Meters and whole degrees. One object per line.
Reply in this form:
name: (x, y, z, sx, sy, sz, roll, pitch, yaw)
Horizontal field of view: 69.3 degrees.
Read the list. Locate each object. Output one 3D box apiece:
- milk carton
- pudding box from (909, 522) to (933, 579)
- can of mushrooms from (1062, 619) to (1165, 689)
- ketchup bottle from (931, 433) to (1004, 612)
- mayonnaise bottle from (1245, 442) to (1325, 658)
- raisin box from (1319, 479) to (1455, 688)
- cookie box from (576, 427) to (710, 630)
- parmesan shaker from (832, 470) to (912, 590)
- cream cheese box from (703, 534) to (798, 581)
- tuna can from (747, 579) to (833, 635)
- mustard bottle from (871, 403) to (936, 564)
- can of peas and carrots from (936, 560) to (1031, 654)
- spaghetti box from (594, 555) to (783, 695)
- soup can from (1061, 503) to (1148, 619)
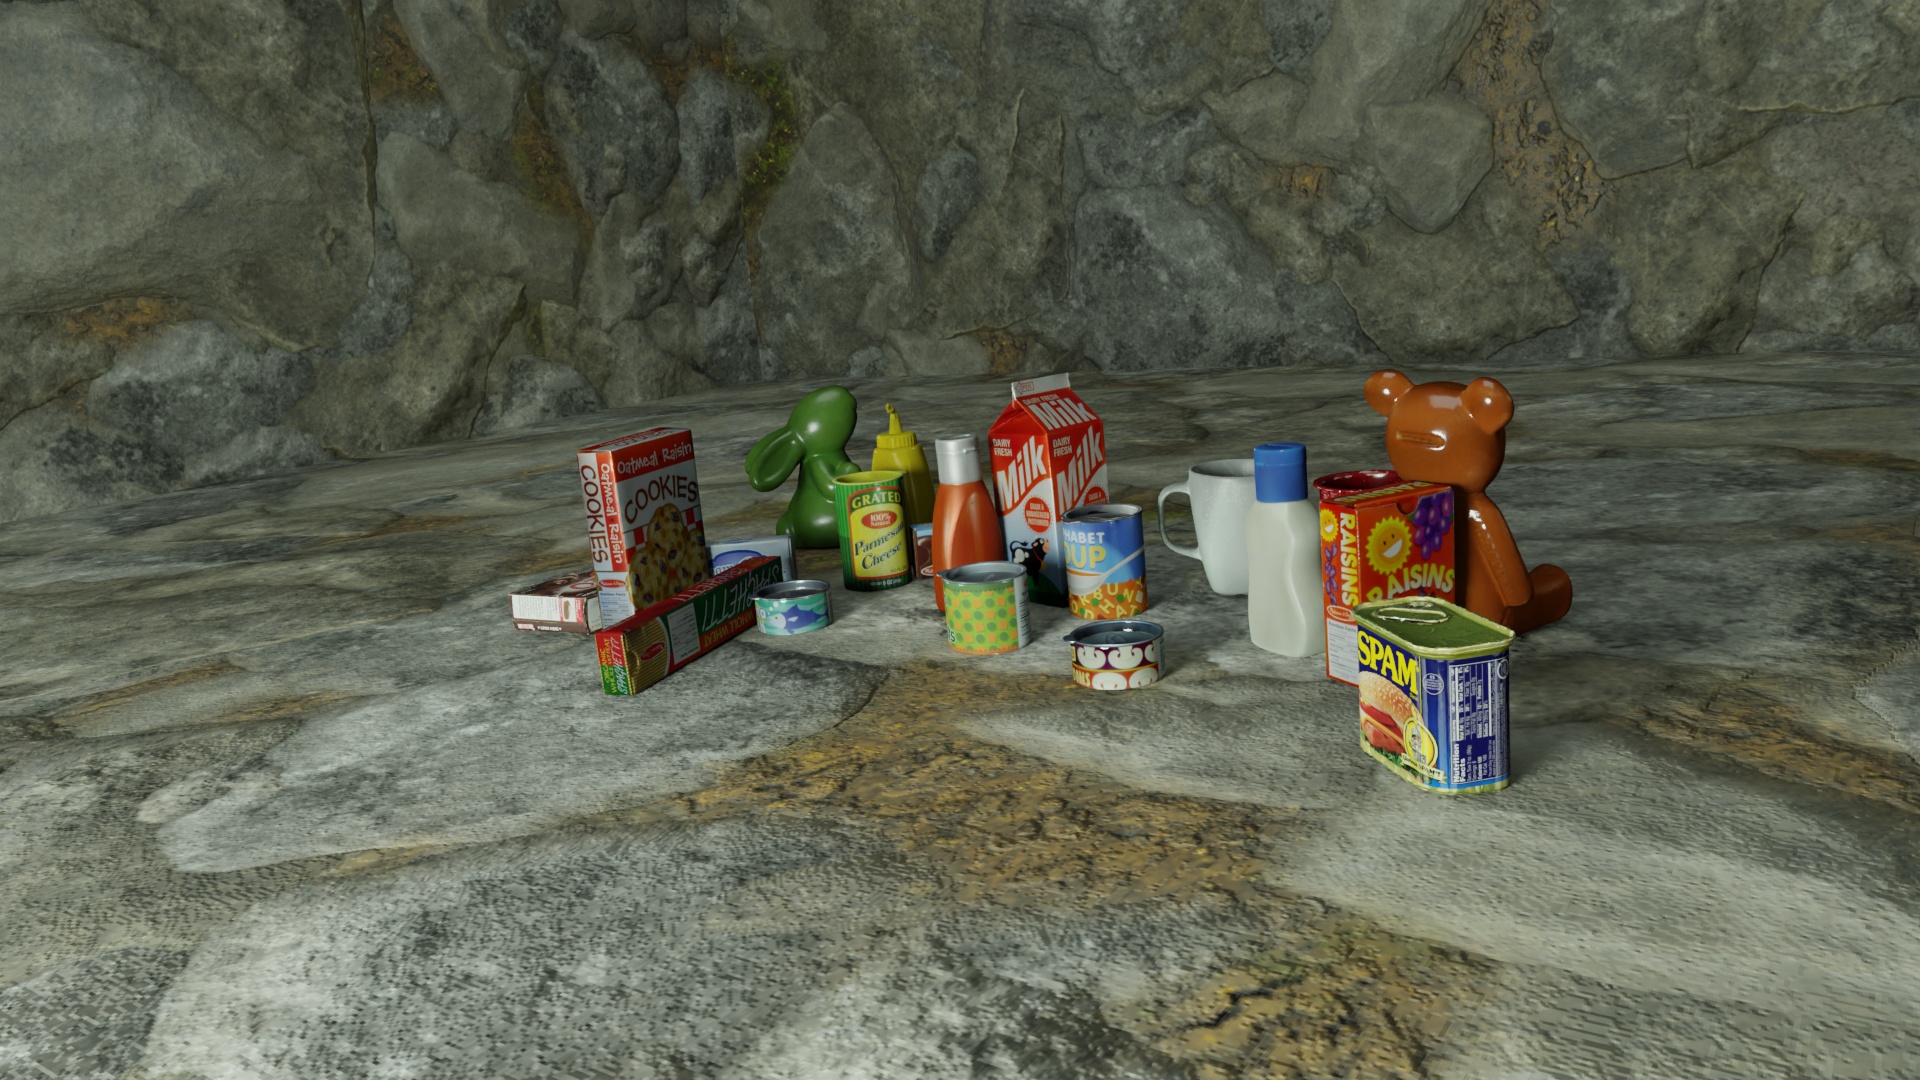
milk carton: (0.077, -0.046, 1.193, 0.072, 0.190, 0.073, -16, 15, -42)
pudding box: (-0.005, 0.006, 1.327, 0.084, 0.049, 0.030, -8, 12, -13)
can of mushrooms: (0.107, 0.079, 0.970, 0.071, 0.033, 0.071, -5, 12, 1)
ketchup bottle: (0.004, -0.015, 1.181, 0.065, 0.148, 0.043, -13, 14, -34)
mayonnaise bottle: (0.231, 0.006, 0.987, 0.041, 0.147, 0.065, -11, 13, -26)
raisin box: (0.284, 0.028, 0.920, 0.086, 0.123, 0.040, -11, 13, -25)
cookie box: (-0.279, -0.009, 1.234, 0.040, 0.167, 0.123, -1, 13, 23)
parmesan shaker: (-0.079, -0.010, 1.305, 0.071, 0.102, 0.071, -5, 12, 1)
cream cheese box: (-0.207, 0.026, 1.312, 0.104, 0.053, 0.024, -5, 11, 3)
tuna can: (-0.145, 0.057, 1.187, 0.071, 0.032, 0.071, -5, 12, 1)
mustard bottle: (-0.058, -0.058, 1.382, 0.065, 0.159, 0.049, 3, 14, 35)
can of peas and carrots: (0.018, 0.052, 1.077, 0.071, 0.058, 0.071, -5, 12, 1)
spaghetti box: (-0.214, 0.064, 1.141, 0.028, 0.050, 0.251, -1, 13, 21)
soup can: (0.117, 0.017, 1.138, 0.071, 0.083, 0.071, -5, 12, 1)
